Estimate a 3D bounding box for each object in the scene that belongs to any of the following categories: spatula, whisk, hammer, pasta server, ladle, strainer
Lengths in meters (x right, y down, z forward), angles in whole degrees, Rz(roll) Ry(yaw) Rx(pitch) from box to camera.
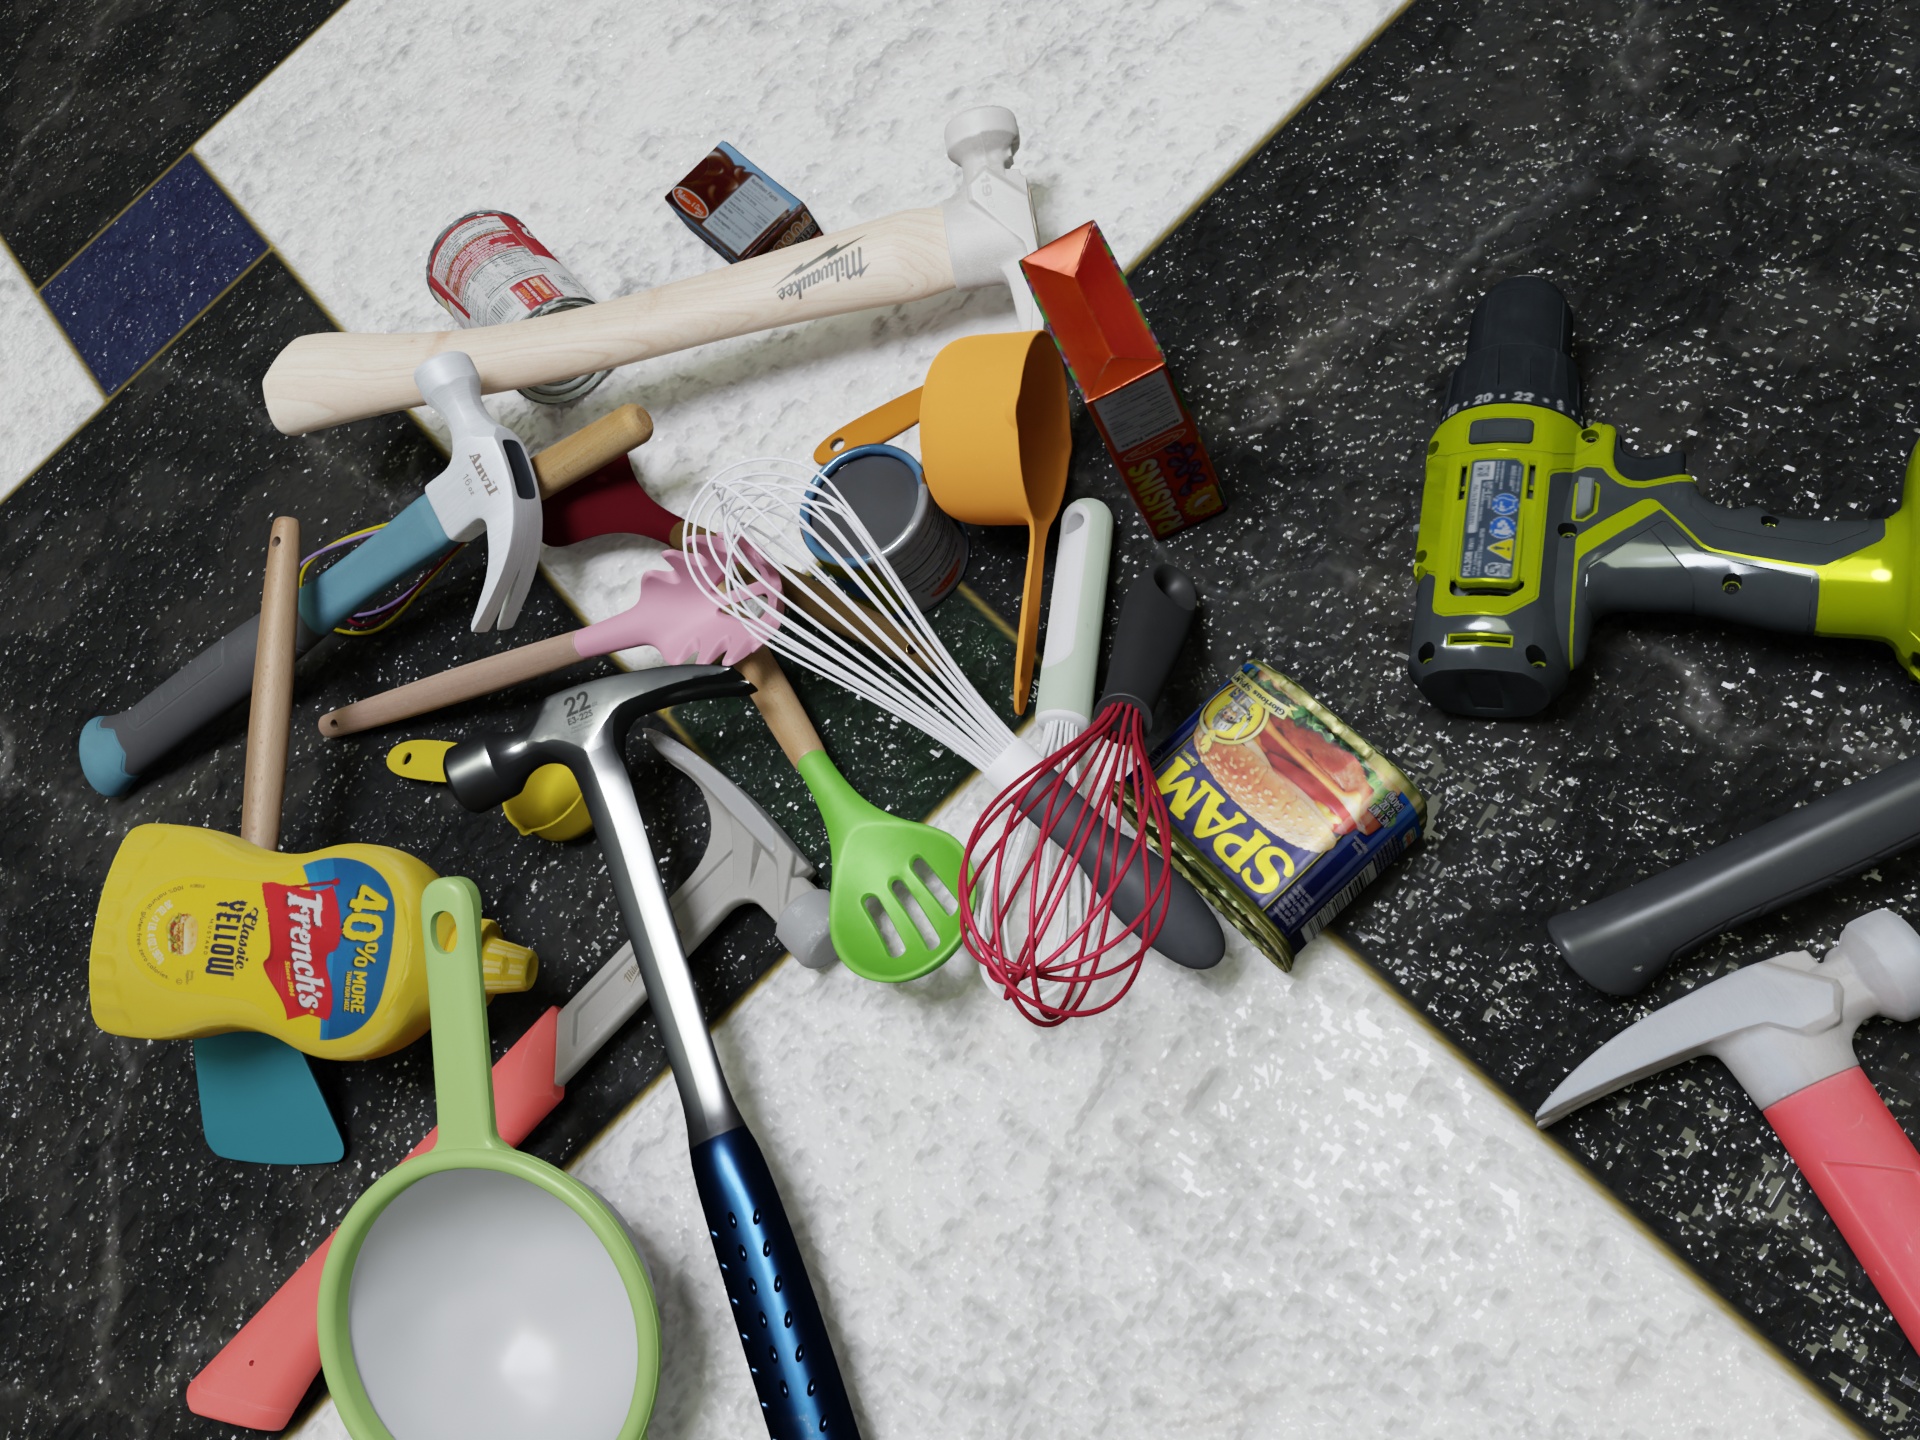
[{"bbox_3d":[-0.337,0.055,0.782,0.082,0.044,0.318,-4,78,20],"label":"spatula"},{"bbox_3d":[-0.257,-0.103,0.837,0.245,0.051,0.047,-23,86,24],"label":"whisk"},{"bbox_3d":[0.043,0.008,0.695,0.058,0.059,0.246,-18,54,44],"label":"whisk"},{"bbox_3d":[0.360,0.006,0.537,0.335,0.146,0.035,-30,40,16],"label":"hammer"},{"bbox_3d":[-0.215,0.172,0.726,0.359,0.036,0.149,-46,60,-3],"label":"hammer"},{"bbox_3d":[0.058,0.009,0.602,0.073,0.073,0.296,-4,29,19],"label":"whisk"},{"bbox_3d":[0.000,-0.003,0.642,0.284,0.070,0.070,43,87,6],"label":"whisk"},{"bbox_3d":[-0.210,-0.030,0.782,0.316,0.040,0.060,-14,94,28],"label":"pasta server"},{"bbox_3d":[0.332,0.254,0.479,0.143,0.038,0.387,-29,61,9],"label":"hammer"},{"bbox_3d":[-0.159,-0.193,0.812,0.410,0.038,0.146,-11,84,9],"label":"hammer"},{"bbox_3d":[-0.098,0.159,0.654,0.144,0.035,0.406,-25,69,6],"label":"hammer"},{"bbox_3d":[-0.121,-0.081,0.779,0.316,0.031,0.069,27,86,36],"label":"ladle"},{"bbox_3d":[-0.351,-0.052,0.838,0.331,0.033,0.128,-30,86,21],"label":"hammer"},{"bbox_3d":[-0.187,0.191,0.658,0.151,0.069,0.256,-7,87,15],"label":"strainer"}]

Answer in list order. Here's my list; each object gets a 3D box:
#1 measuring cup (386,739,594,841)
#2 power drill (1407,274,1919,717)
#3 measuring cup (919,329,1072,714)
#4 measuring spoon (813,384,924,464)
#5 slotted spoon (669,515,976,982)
[{"bbox_3d":[-0.234,0.028,0.808,0.156,0.029,0.062,5,69,35],"label":"measuring cup"},{"bbox_3d":[0.298,-0.094,0.623,0.228,0.080,0.191,4,69,25],"label":"power drill"},{"bbox_3d":[0.012,-0.091,0.727,0.052,0.095,0.173,5,92,19],"label":"measuring cup"},{"bbox_3d":[-0.026,-0.163,0.813,0.117,0.011,0.021,-27,61,8],"label":"measuring spoon"},{"bbox_3d":[-0.078,0.001,0.742,0.070,0.031,0.314,-37,54,3],"label":"slotted spoon"}]
